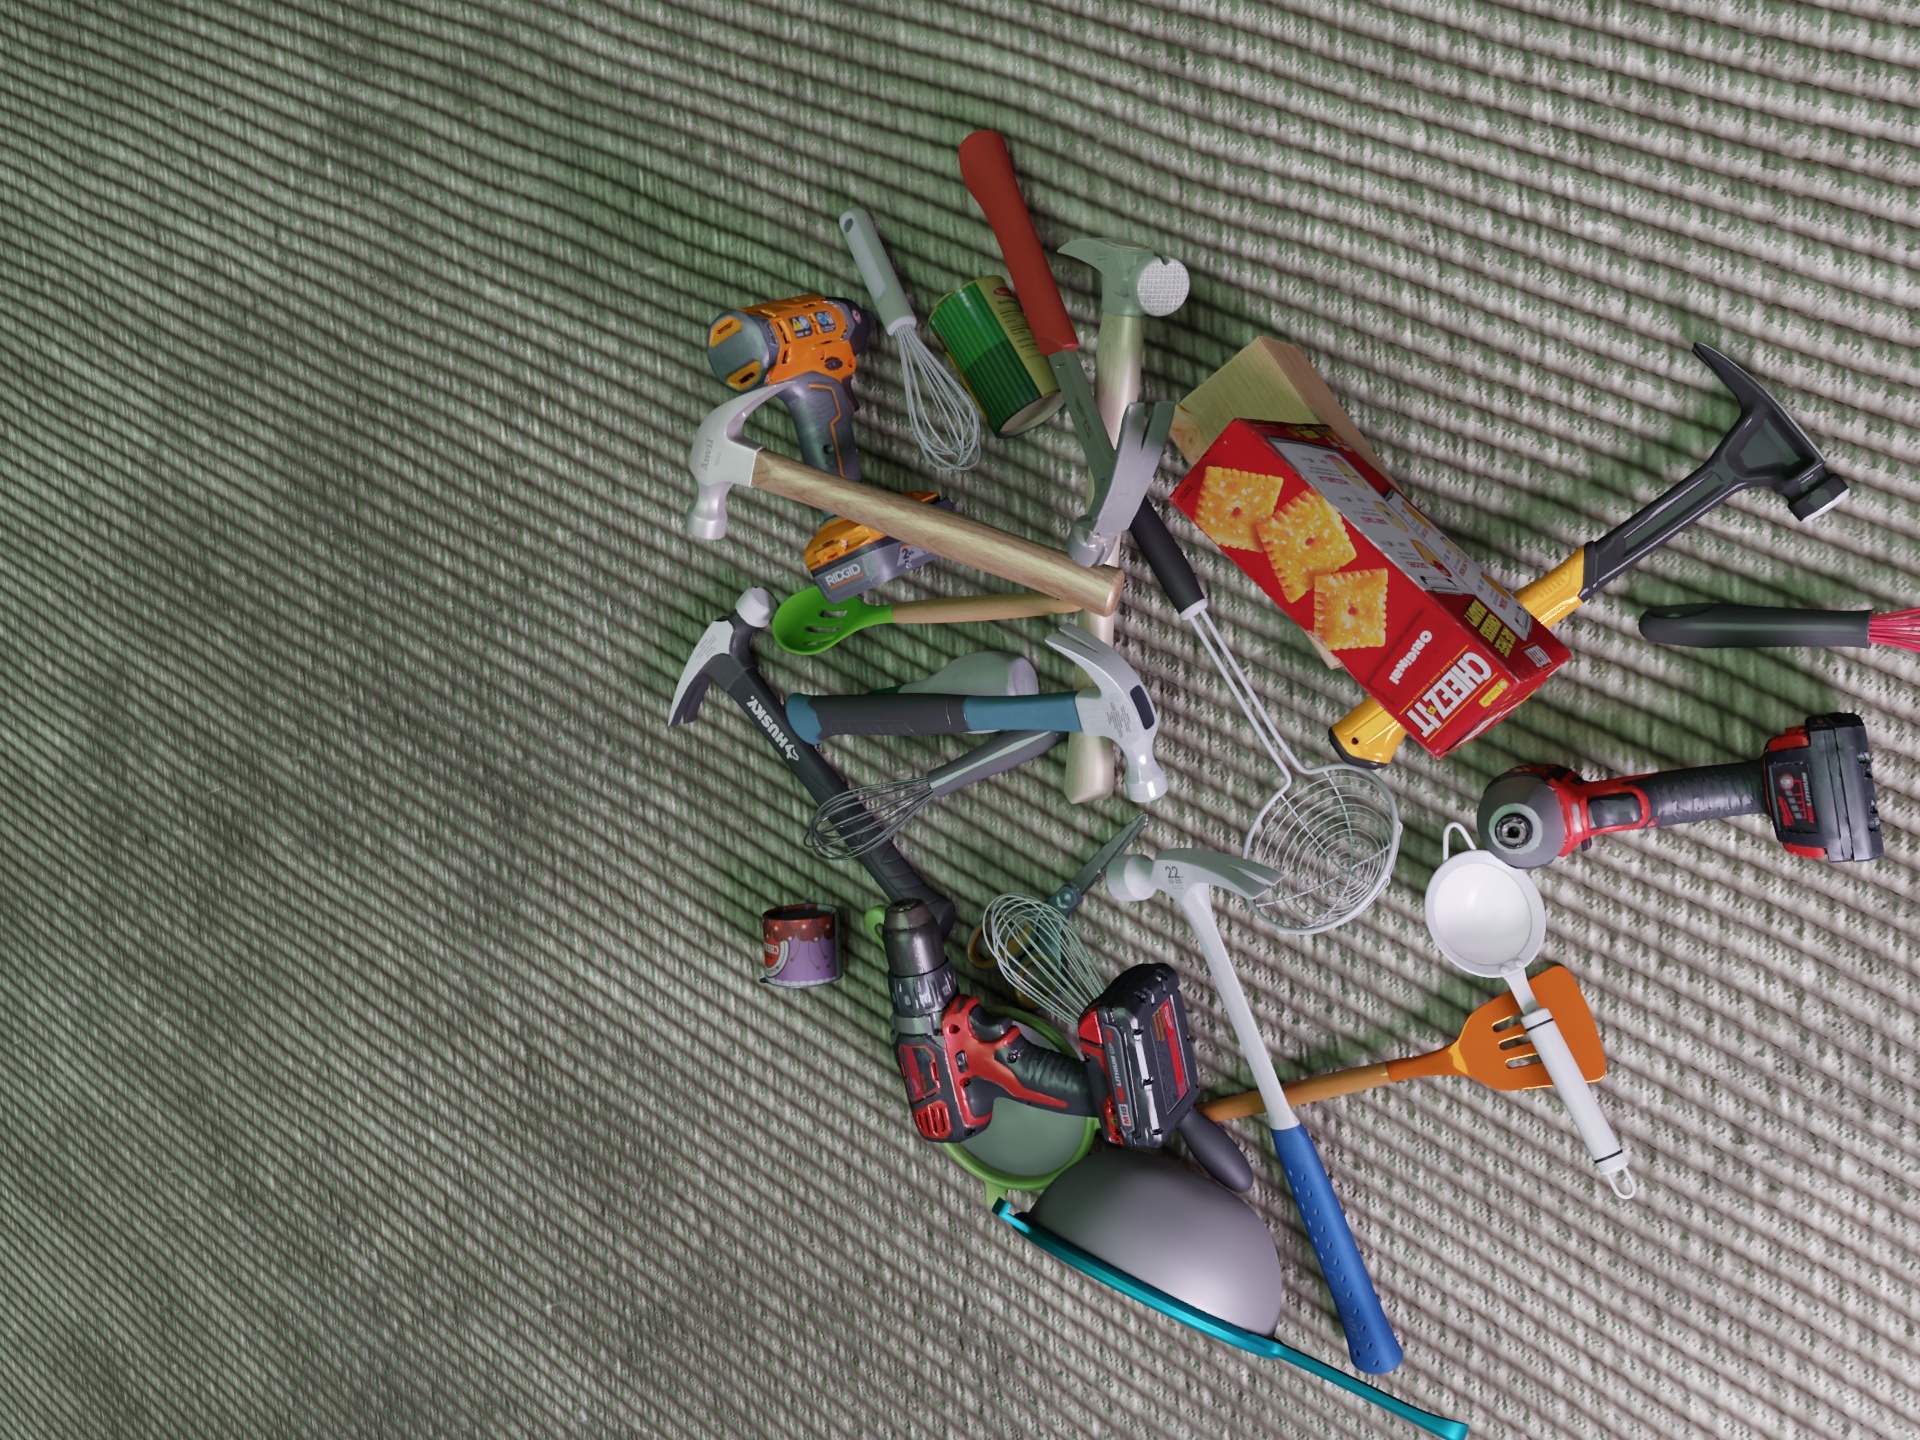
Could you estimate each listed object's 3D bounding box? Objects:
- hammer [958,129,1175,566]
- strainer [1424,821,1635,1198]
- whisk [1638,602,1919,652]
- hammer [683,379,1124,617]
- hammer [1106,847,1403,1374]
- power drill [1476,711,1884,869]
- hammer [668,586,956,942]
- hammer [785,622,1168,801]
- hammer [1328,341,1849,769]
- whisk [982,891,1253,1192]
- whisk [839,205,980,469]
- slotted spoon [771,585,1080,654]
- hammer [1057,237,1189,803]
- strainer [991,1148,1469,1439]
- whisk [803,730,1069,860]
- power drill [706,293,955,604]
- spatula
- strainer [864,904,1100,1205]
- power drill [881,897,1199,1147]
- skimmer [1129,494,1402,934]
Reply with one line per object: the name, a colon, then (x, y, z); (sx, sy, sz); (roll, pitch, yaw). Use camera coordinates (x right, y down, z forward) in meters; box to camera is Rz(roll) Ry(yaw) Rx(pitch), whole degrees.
hammer: (0.061, -0.288, 1.094); (0.149, 0.036, 0.359); (109, 150, -54)
strainer: (0.374, 0.190, 1.048); (0.050, 0.087, 0.259); (107, 143, -65)
whisk: (0.553, -0.053, 0.928); (0.296, 0.073, 0.073); (4, 99, 34)
hammer: (-0.042, -0.146, 1.121); (0.331, 0.031, 0.130); (21, 115, 14)
hammer: (0.229, 0.276, 1.123); (0.144, 0.035, 0.405); (-14, 101, 54)
power drill: (0.428, 0.050, 0.964); (0.220, 0.143, 0.078); (-9, 90, 28)
hammer: (-0.119, 0.057, 1.338); (0.146, 0.035, 0.335); (-46, 74, 26)
hammer: (-0.002, -0.004, 1.201); (0.331, 0.033, 0.128); (-1, 113, 37)
hammer: (0.371, -0.086, 1.009); (0.337, 0.034, 0.127); (-39, 80, 19)
whisk: (0.118, 0.242, 1.196); (0.285, 0.070, 0.070); (48, 117, 10)
whisk: (-0.043, -0.297, 1.227); (0.058, 0.059, 0.246); (-40, 66, 43)
slotted spoon: (-0.031, -0.082, 1.231); (0.314, 0.031, 0.070); (0, 57, 43)
hammer: (0.098, -0.133, 1.143); (0.146, 0.038, 0.410); (-128, 37, -59)
strainer: (0.202, 0.389, 1.126); (0.340, 0.210, 0.095); (18, 76, 30)
whisk: (-0.020, 0.050, 1.253); (0.239, 0.055, 0.055); (-26, 84, 15)
power drill: (-0.086, -0.219, 1.223); (0.084, 0.164, 0.226); (-19, 98, 40)
spatula: (0.290, 0.254, 1.140); (0.322, 0.041, 0.081); (-23, 84, 34)
strainer: (0.016, 0.246, 1.263); (0.151, 0.069, 0.256); (-43, 78, 28)
power drill: (0.045, 0.218, 1.154); (0.227, 0.080, 0.188); (-5, 103, 32)
skimmer: (0.185, -0.025, 1.120); (0.127, 0.090, 0.363); (-34, 80, 30)
